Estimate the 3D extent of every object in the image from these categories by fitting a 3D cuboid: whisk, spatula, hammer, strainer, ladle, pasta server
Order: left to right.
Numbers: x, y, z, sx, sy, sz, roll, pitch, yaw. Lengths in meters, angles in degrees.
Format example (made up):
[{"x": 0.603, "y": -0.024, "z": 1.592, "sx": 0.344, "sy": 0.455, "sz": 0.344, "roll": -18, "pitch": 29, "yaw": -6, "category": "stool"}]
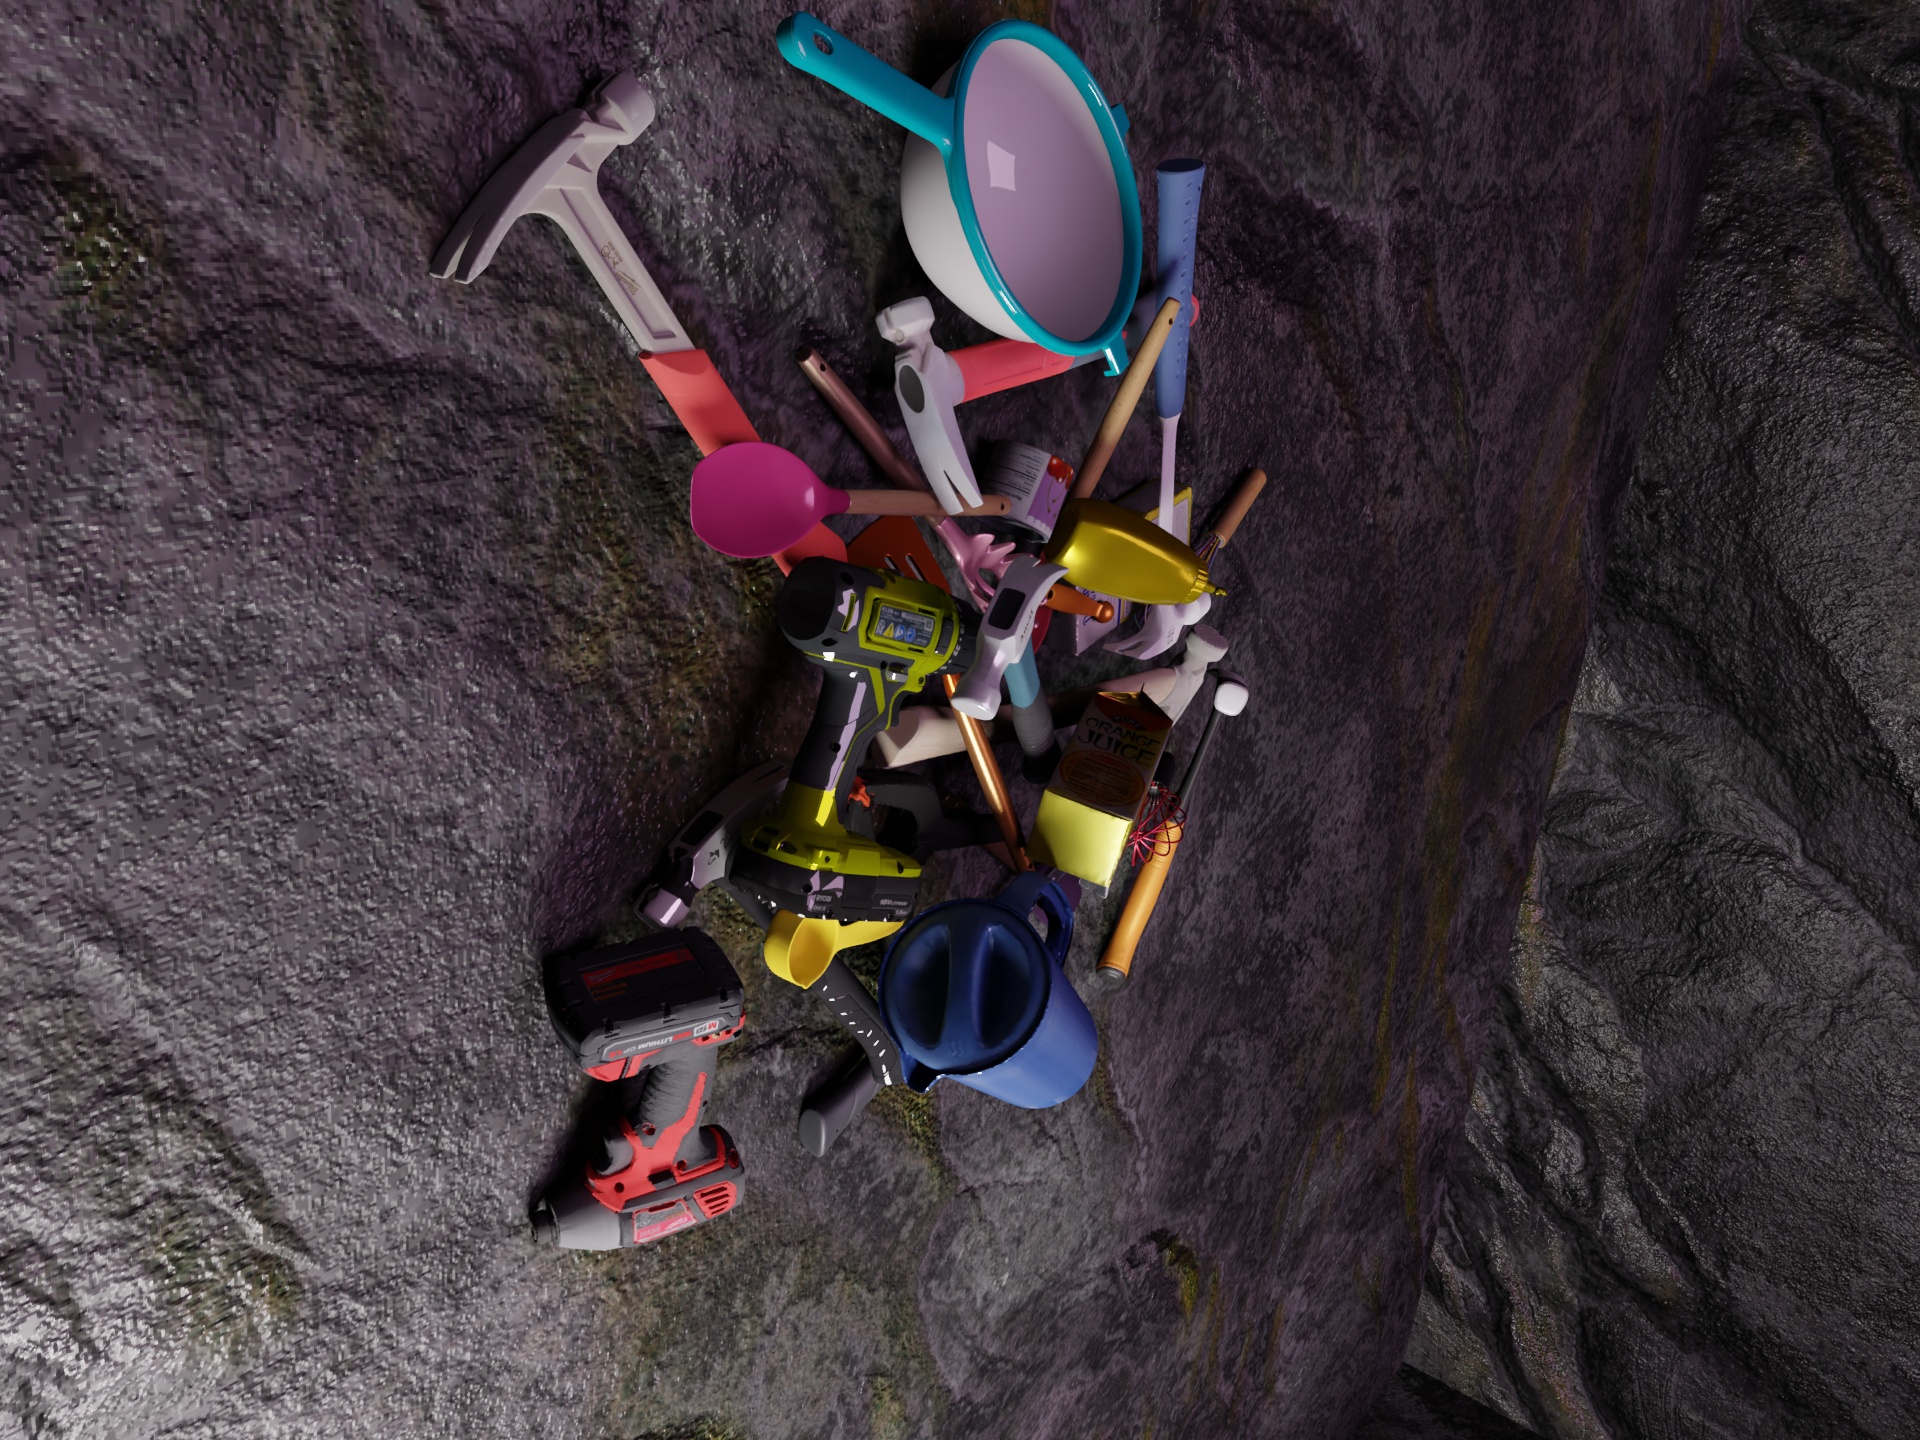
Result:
[{"x": -0.156, "y": -0.181, "z": 0.927, "sx": 0.149, "sy": 0.037, "sz": 0.358, "roll": -56, "pitch": 145, "yaw": -20, "category": "hammer"}, {"x": -0.104, "y": 0.169, "z": 1.161, "sx": 0.146, "sy": 0.035, "sz": 0.334, "roll": -55, "pitch": 138, "yaw": -23, "category": "hammer"}, {"x": -0.022, "y": -0.158, "z": 1.121, "sx": 0.315, "sy": 0.040, "sz": 0.060, "roll": 46, "pitch": 58, "yaw": -50, "category": "pasta server"}, {"x": -0.013, "y": -0.344, "z": 0.995, "sx": 0.340, "sy": 0.095, "sz": 0.211, "roll": 10, "pitch": 78, "yaw": -50, "category": "strainer"}, {"x": -0.002, "y": -0.004, "z": 1.187, "sx": 0.081, "sy": 0.041, "sz": 0.322, "roll": -46, "pitch": 130, "yaw": -34, "category": "spatula"}, {"x": 0.007, "y": 0.213, "z": 1.363, "sx": 0.409, "sy": 0.036, "sz": 0.149, "roll": -44, "pitch": 144, "yaw": -29, "category": "hammer"}, {"x": 0.048, "y": 0.121, "z": 1.405, "sx": 0.060, "sy": 0.018, "sz": 0.315, "roll": -59, "pitch": 147, "yaw": -9, "category": "spatula"}, {"x": 0.047, "y": -0.016, "z": 1.149, "sx": 0.330, "sy": 0.033, "sz": 0.128, "roll": 69, "pitch": 41, "yaw": -71, "category": "hammer"}, {"x": 0.073, "y": 0.000, "z": 1.342, "sx": 0.410, "sy": 0.038, "sz": 0.146, "roll": -11, "pitch": 141, "yaw": -48, "category": "hammer"}, {"x": 0.082, "y": -0.266, "z": 1.194, "sx": 0.386, "sy": 0.038, "sz": 0.143, "roll": -30, "pitch": 104, "yaw": -49, "category": "hammer"}, {"x": 0.095, "y": -0.181, "z": 1.236, "sx": 0.069, "sy": 0.031, "sz": 0.315, "roll": -2, "pitch": 125, "yaw": -49, "category": "ladle"}, {"x": 0.177, "y": 0.070, "z": 1.457, "sx": 0.296, "sy": 0.073, "sz": 0.073, "roll": -44, "pitch": 147, "yaw": -74, "category": "whisk"}, {"x": 0.165, "y": -0.233, "z": 1.269, "sx": 0.144, "sy": 0.035, "sz": 0.405, "roll": -41, "pitch": 139, "yaw": -44, "category": "hammer"}, {"x": 0.209, "y": 0.108, "z": 1.596, "sx": 0.127, "sy": 0.034, "sz": 0.337, "roll": -62, "pitch": 173, "yaw": -79, "category": "hammer"}, {"x": 0.229, "y": -0.157, "z": 1.511, "sx": 0.245, "sy": 0.051, "sz": 0.047, "roll": -54, "pitch": 165, "yaw": -30, "category": "whisk"}]

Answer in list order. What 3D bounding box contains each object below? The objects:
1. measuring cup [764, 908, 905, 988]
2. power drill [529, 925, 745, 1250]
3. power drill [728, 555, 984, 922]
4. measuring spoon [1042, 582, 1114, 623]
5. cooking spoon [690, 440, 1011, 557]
[{"x": -0.087, "y": 0.148, "z": 1.134, "sx": 0.156, "sy": 0.029, "sz": 0.062, "roll": -6, "pitch": 109, "yaw": -61, "category": "measuring cup"}, {"x": -0.210, "y": 0.251, "z": 1.030, "sx": 0.143, "sy": 0.079, "sz": 0.219, "roll": -11, "pitch": 125, "yaw": -28, "category": "power drill"}, {"x": -0.056, "y": 0.014, "z": 1.067, "sx": 0.190, "sy": 0.080, "sz": 0.228, "roll": 11, "pitch": 95, "yaw": -50, "category": "power drill"}, {"x": 0.095, "y": -0.094, "z": 1.287, "sx": 0.116, "sy": 0.011, "sz": 0.021, "roll": 11, "pitch": 102, "yaw": -56, "category": "measuring spoon"}, {"x": -0.061, "y": -0.142, "z": 1.034, "sx": 0.318, "sy": 0.017, "sz": 0.068, "roll": -9, "pitch": 105, "yaw": -53, "category": "cooking spoon"}]
